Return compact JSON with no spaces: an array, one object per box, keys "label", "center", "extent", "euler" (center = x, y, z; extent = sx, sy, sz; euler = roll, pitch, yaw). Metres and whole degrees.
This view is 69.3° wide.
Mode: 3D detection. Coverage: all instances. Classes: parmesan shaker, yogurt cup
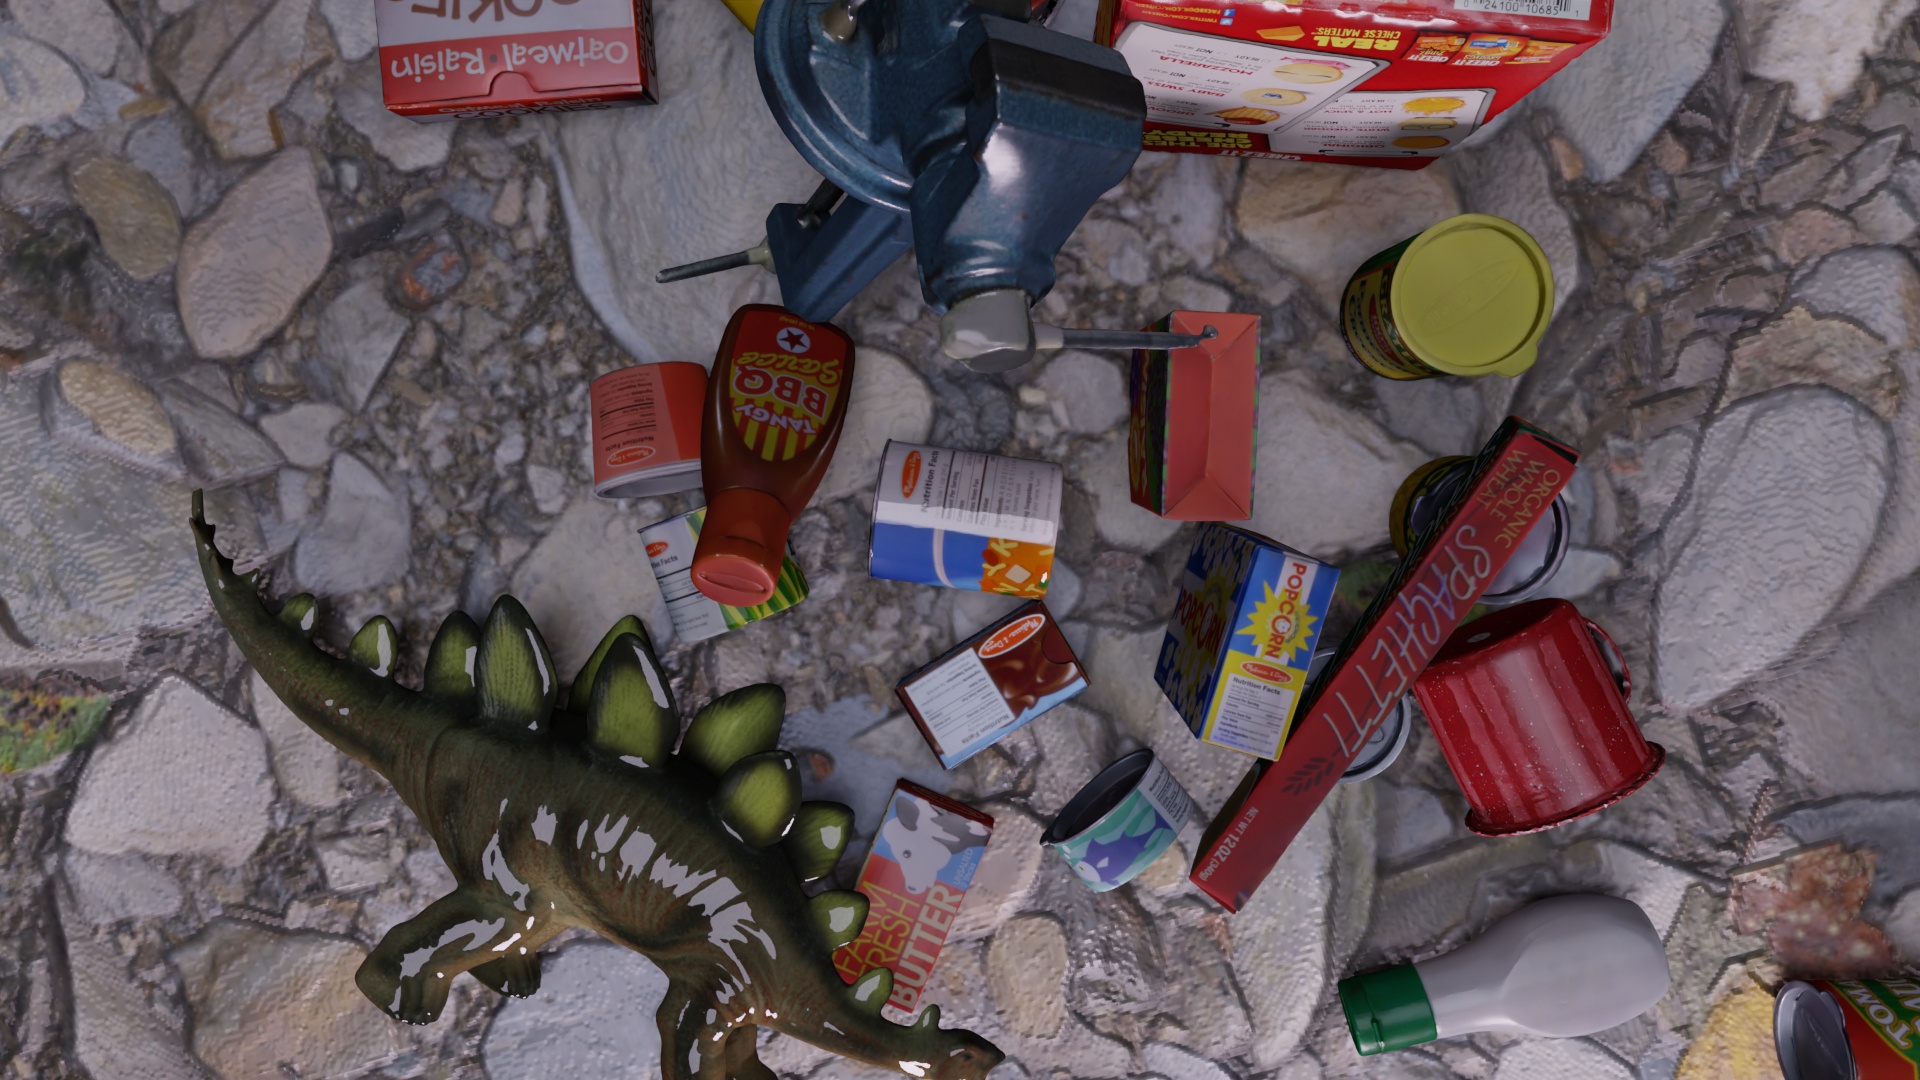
[{"label":"parmesan shaker","center":[0.213,-0.102,0.619],"extent":[0.071,0.103,0.071],"euler":[0,94,3]},{"label":"yogurt cup","center":[-0.143,-0.052,0.657],"extent":[0.072,0.072,0.054],"euler":[-11,86,3]}]

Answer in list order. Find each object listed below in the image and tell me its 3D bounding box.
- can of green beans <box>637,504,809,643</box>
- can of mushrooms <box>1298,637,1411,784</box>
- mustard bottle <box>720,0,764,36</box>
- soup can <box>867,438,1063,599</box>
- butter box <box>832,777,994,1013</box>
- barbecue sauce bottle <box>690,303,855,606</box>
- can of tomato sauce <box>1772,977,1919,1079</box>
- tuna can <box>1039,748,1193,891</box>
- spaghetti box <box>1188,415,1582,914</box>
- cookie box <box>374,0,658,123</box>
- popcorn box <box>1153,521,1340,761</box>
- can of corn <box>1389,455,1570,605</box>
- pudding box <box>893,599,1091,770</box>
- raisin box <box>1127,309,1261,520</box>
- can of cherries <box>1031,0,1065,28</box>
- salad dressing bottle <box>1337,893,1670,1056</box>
[{"label":"can of green beans","center":[-0.111,0.010,0.658],"extent":[0.071,0.071,0.057],"euler":[-20,94,4]},{"label":"can of mushrooms","center":[0.178,0.083,0.669],"extent":[0.071,0.033,0.071],"euler":[0,94,2]},{"label":"mustard bottle","center":[-0.073,-0.244,0.643],"extent":[0.048,0.065,0.160],"euler":[-43,99,9]},{"label":"soup can","center":[0.002,-0.008,0.655],"extent":[0.084,0.071,0.071],"euler":[8,95,1]},{"label":"butter box","center":[-0.026,0.175,0.688],"extent":[0.053,0.024,0.103],"euler":[23,94,1]},{"label":"barbecue sauce bottle","center":[-0.088,-0.040,0.621],"extent":[0.065,0.043,0.149],"euler":[16,50,-12]},{"label":"can of tomato sauce","center":[0.442,0.238,0.653],"extent":[0.083,0.071,0.071],"euler":[-2,94,2]},{"label":"tuna can","center":[0.074,0.134,0.660],"extent":[0.071,0.071,0.033],"euler":[-40,93,5]},{"label":"spaghetti box","center":[0.181,0.056,0.610],"extent":[0.029,0.050,0.249],"euler":[34,108,7]},{"label":"cookie box","center":[-0.213,-0.288,0.653],"extent":[0.123,0.040,0.167],"euler":[-4,94,2]},{"label":"popcorn box","center":[0.124,0.040,0.621],"extent":[0.038,0.127,0.085],"euler":[16,95,-2]},{"label":"can of corn","center":[0.237,-0.007,0.647],"extent":[0.071,0.058,0.071],"euler":[0,95,2]},{"label":"pudding box","center":[0.016,0.069,0.676],"extent":[0.083,0.030,0.049],"euler":[-32,91,4]},{"label":"raisin box","center":[0.100,-0.054,0.617],"extent":[0.040,0.123,0.086],"euler":[1,95,1]},{"label":"can of cherries","center":[0.005,-0.246,0.635],"extent":[0.071,0.071,0.058],"euler":[-44,93,5]},{"label":"salad dressing bottle","center":[0.259,0.213,0.671],"extent":[0.148,0.044,0.064],"euler":[-15,96,4]}]
